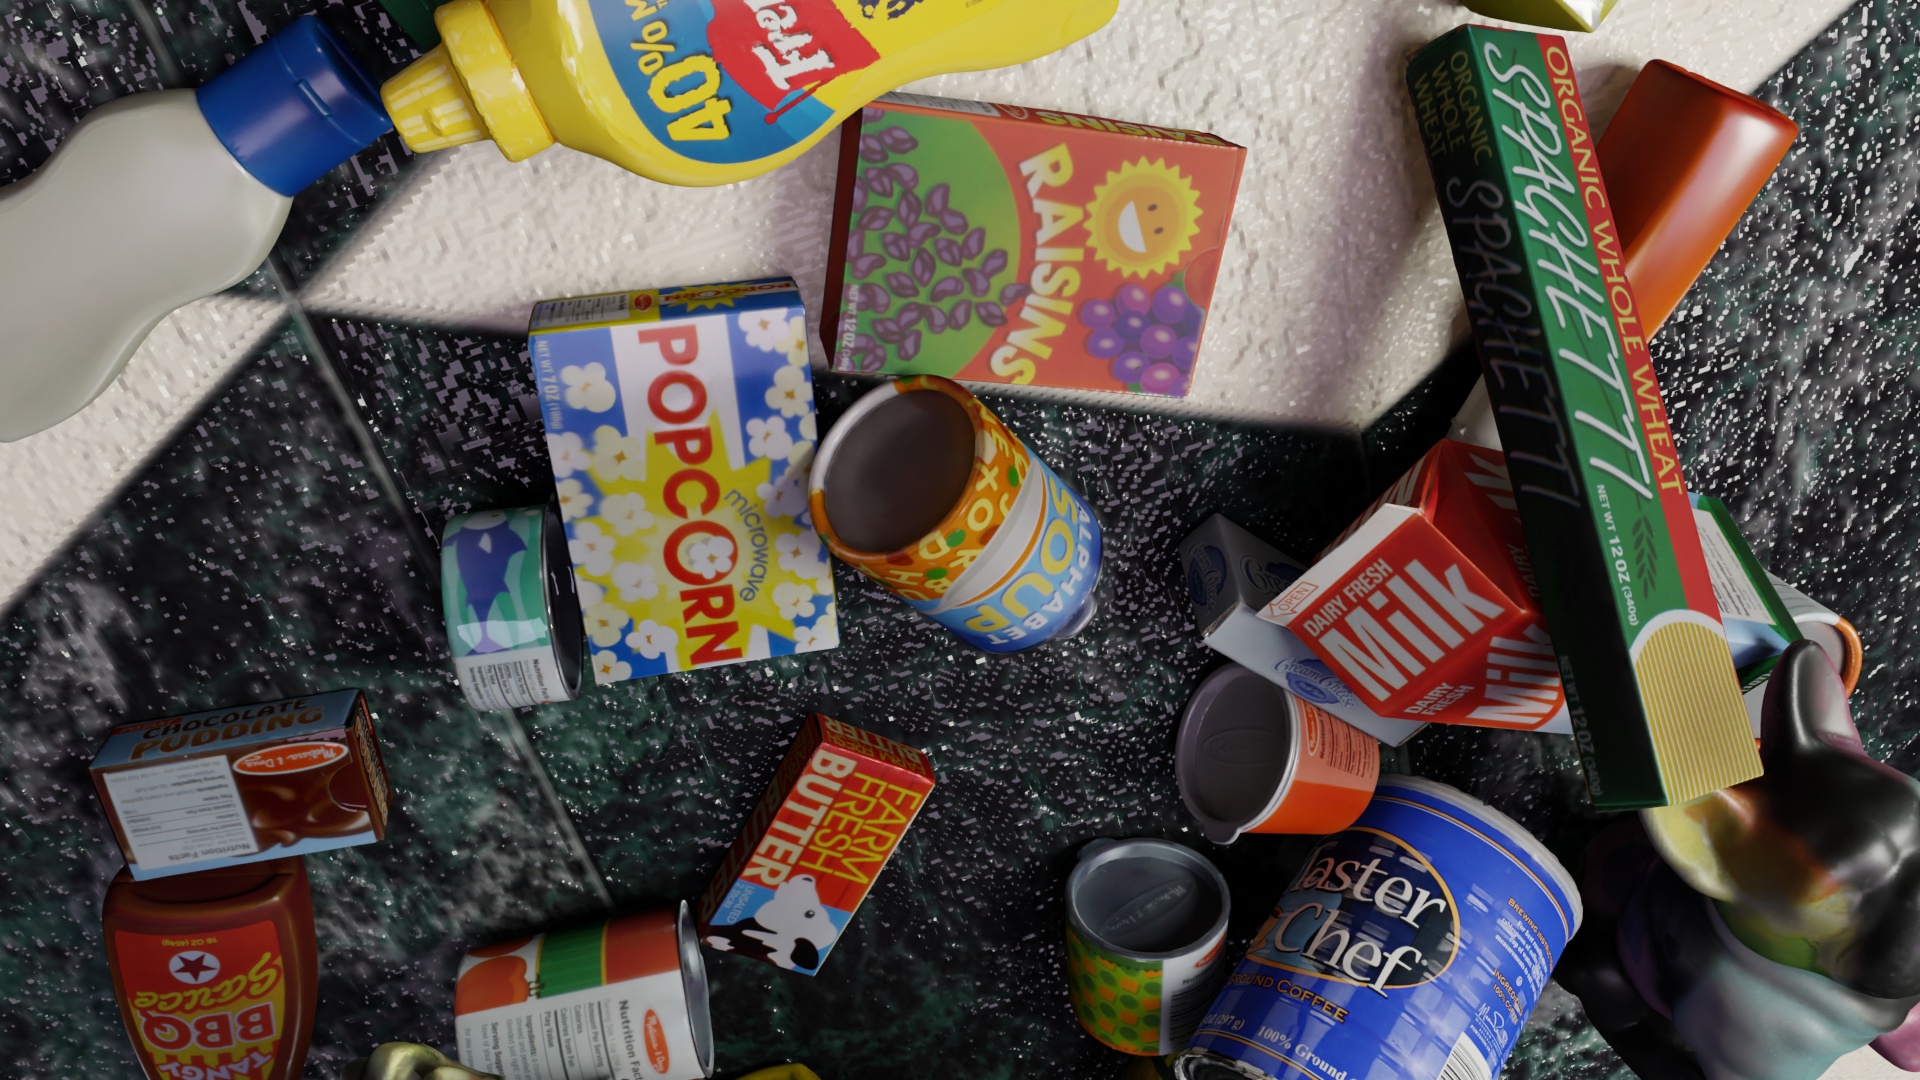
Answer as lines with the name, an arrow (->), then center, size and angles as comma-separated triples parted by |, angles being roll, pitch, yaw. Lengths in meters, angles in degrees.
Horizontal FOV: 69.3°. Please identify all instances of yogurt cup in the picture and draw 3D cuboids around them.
yogurt cup -> 0.126, 0.085, 0.547 | 0.054, 0.072, 0.072 | 16, 111, -28

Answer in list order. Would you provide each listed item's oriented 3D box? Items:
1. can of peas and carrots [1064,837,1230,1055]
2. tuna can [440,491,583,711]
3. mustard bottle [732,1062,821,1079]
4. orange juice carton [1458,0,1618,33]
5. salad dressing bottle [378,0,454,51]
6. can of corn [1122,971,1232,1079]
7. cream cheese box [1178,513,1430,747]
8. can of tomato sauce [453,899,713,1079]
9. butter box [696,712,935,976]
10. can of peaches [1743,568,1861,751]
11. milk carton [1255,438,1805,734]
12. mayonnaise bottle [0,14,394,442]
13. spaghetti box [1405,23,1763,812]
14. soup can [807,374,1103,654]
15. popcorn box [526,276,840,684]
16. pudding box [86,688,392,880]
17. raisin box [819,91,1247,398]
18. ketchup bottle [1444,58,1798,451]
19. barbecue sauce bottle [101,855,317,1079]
can of peas and carrots -> 0.074, 0.165, 0.572 | 0.071, 0.071, 0.058 | -9, 121, -9
tuna can -> -0.145, 0.019, 0.453 | 0.033, 0.071, 0.070 | -7, 117, -8
mustard bottle -> -0.071, 0.303, 0.613 | 0.065, 0.049, 0.159 | -16, 118, -9
orange juice carton -> 0.202, -0.252, 0.397 | 0.072, 0.073, 0.192 | 29, 105, -23
salad dressing bottle -> -0.095, -0.190, 0.376 | 0.147, 0.044, 0.064 | -33, 125, 5
can of corn -> 0.110, 0.233, 0.612 | 0.071, 0.071, 0.058 | 18, 110, -20
cream cheese box -> 0.131, 0.034, 0.527 | 0.104, 0.053, 0.024 | 28, 122, -23
can of tomato sauce -> -0.141, 0.179, 0.530 | 0.083, 0.071, 0.071 | -11, 117, -7
butter box -> -0.057, 0.119, 0.543 | 0.053, 0.024, 0.103 | 24, 108, -22
can of peaches -> 0.324, 0.047, 0.576 | 0.071, 0.058, 0.071 | -5, 116, -10
milk carton -> 0.201, 0.020, 0.498 | 0.191, 0.074, 0.072 | 8, 141, -27
mayonnaise bottle -> -0.232, -0.092, 0.394 | 0.148, 0.041, 0.064 | -33, 119, 3
spaghetti box -> 0.194, -0.043, 0.438 | 0.050, 0.028, 0.250 | -7, 81, -30
soup can -> 0.002, -0.006, 0.454 | 0.071, 0.071, 0.083 | -41, 142, 8
popcorn box -> -0.089, -0.020, 0.461 | 0.085, 0.038, 0.126 | -8, 117, -10
pudding box -> -0.245, 0.085, 0.480 | 0.084, 0.030, 0.049 | -8, 116, -9
raisin box -> 0.021, -0.095, 0.450 | 0.123, 0.040, 0.085 | 3, 113, -15
ketchup bottle -> 0.223, -0.089, 0.489 | 0.043, 0.065, 0.148 | 18, 119, -11
barbecue sauce bottle -> -0.271, 0.183, 0.513 | 0.065, 0.044, 0.147 | 0, 115, -14
